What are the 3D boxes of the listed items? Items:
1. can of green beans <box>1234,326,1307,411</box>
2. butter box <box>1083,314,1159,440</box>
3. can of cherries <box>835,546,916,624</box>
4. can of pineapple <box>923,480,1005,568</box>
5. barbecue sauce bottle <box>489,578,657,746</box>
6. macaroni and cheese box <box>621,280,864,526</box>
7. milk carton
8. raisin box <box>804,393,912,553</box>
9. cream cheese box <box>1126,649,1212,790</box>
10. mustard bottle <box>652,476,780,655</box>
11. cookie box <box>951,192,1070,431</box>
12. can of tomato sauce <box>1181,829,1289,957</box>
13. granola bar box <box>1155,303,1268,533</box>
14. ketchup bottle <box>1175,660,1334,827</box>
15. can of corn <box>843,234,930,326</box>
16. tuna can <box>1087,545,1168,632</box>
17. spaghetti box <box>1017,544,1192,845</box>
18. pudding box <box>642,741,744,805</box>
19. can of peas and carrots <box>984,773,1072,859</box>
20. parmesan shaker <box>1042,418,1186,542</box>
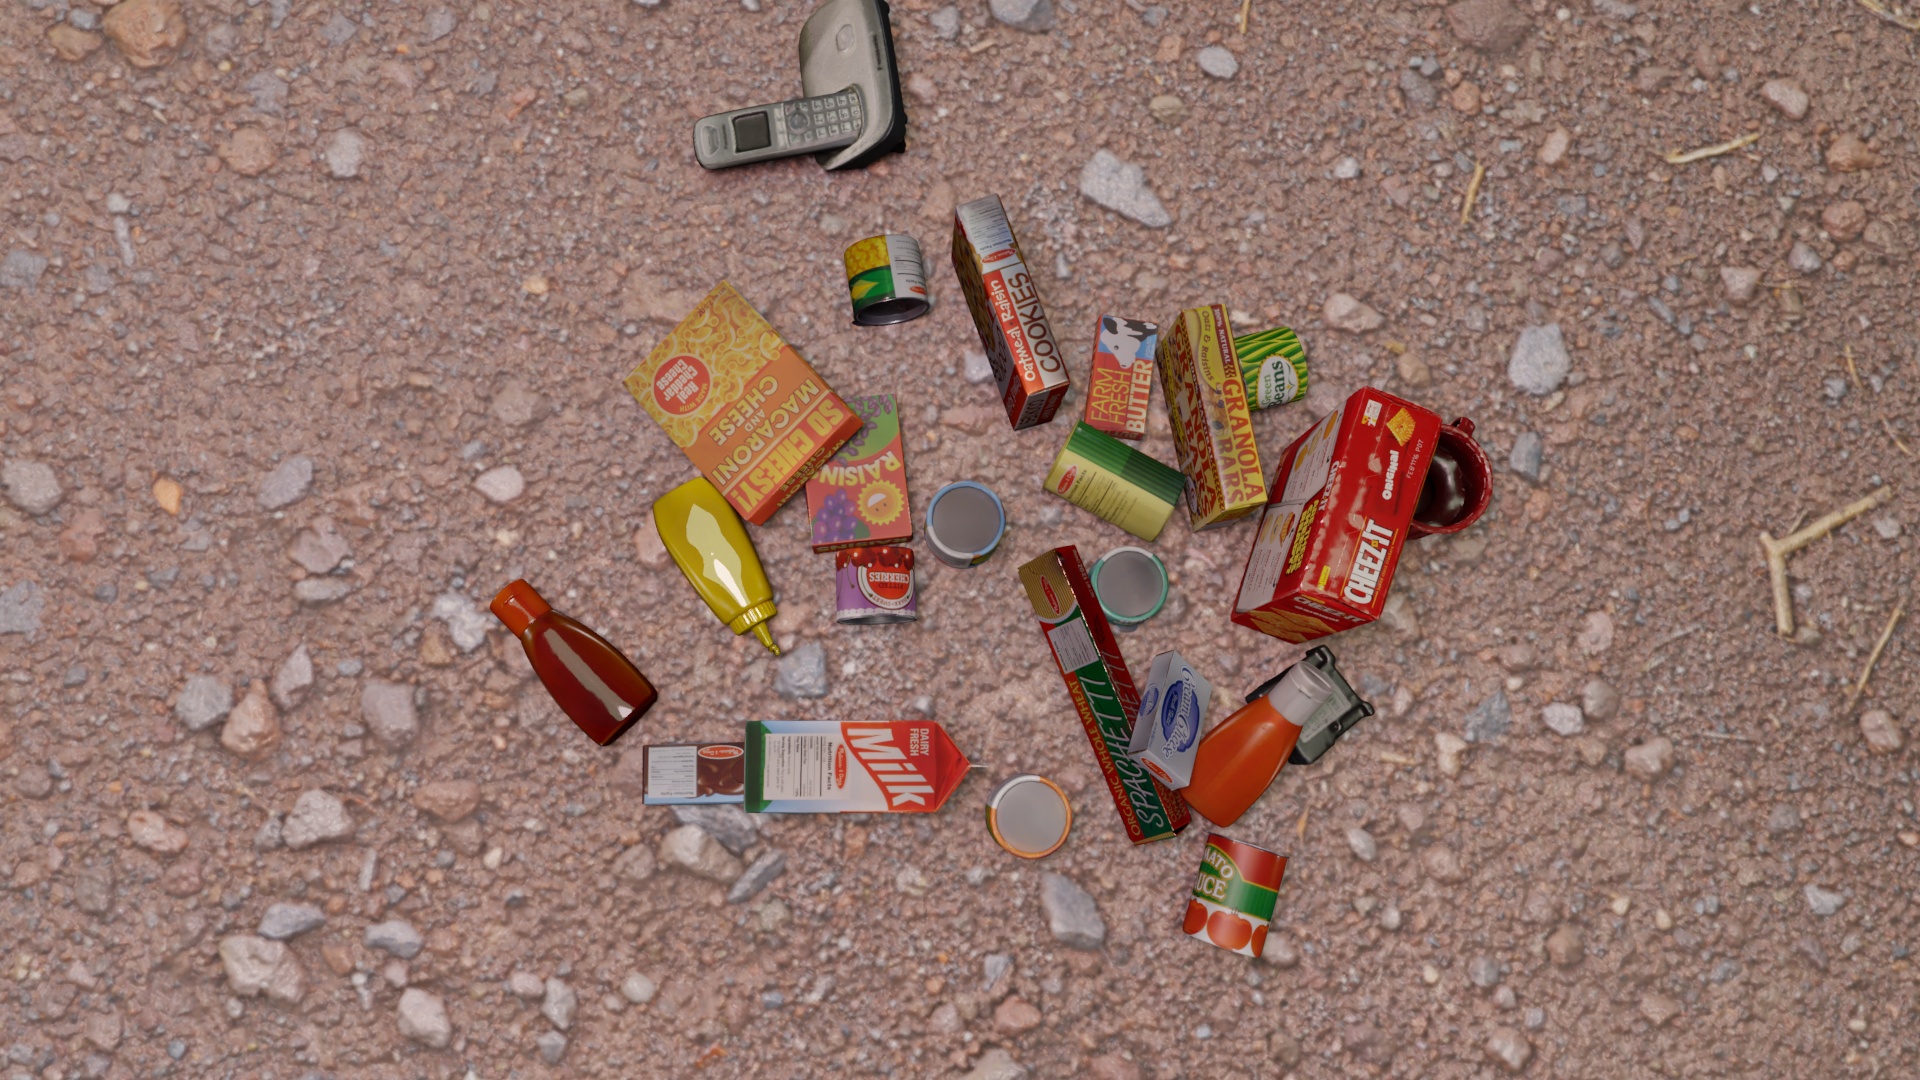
[{"bbox_3d":[0.257,-0.145,1.188,0.058,0.071,0.071,-13,82,-6],"label":"can of green beans"},{"bbox_3d":[0.138,-0.141,1.201,0.053,0.024,0.103,9,80,-3],"label":"butter box"},{"bbox_3d":[-0.068,0.037,1.136,0.071,0.071,0.058,-1,81,-4],"label":"can of cherries"},{"bbox_3d":[0.004,-0.014,1.155,0.071,0.057,0.071,1,81,-3],"label":"can of pineapple"},{"bbox_3d":[-0.318,0.095,1.125,0.148,0.043,0.065,44,81,5],"label":"barbecue sauce bottle"},{"bbox_3d":[-0.179,-0.113,1.143,0.123,0.040,0.167,-45,74,3],"label":"macaroni and cheese box"},{"bbox_3d":[-0.074,0.181,1.112,0.191,0.072,0.073,0,81,-2],"label":"milk carton"},{"bbox_3d":[-0.089,-0.056,1.166,0.086,0.040,0.123,-6,80,-5],"label":"raisin box"},{"bbox_3d":[0.170,0.145,1.125,0.053,0.024,0.104,41,47,-21],"label":"cream cheese box"},{"bbox_3d":[-0.192,0.028,1.141,0.065,0.048,0.160,-30,84,-7],"label":"mustard bottle"},{"bbox_3d":[0.040,-0.185,1.153,0.040,0.122,0.167,-19,82,-5],"label":"cookie box"},{"bbox_3d":[0.219,0.283,1.115,0.071,0.071,0.083,18,81,0],"label":"can of tomato sauce"},{"bbox_3d":[0.206,-0.098,1.148,0.039,0.124,0.165,-10,82,-4],"label":"granola bar box"},{"bbox_3d":[0.237,0.161,1.113,0.065,0.044,0.148,40,113,7],"label":"ketchup bottle"},{"bbox_3d":[-0.065,-0.221,1.182,0.071,0.071,0.058,-9,81,-5],"label":"can of corn"},{"bbox_3d":[0.140,0.041,1.167,0.071,0.032,0.071,1,80,-3],"label":"tuna can"},{"bbox_3d":[0.117,0.126,1.141,0.029,0.050,0.250,-15,80,-45],"label":"spaghetti box"},{"bbox_3d":[-0.213,0.189,1.123,0.084,0.030,0.050,-1,80,-4],"label":"pudding box"},{"bbox_3d":[0.056,0.224,1.119,0.071,0.058,0.071,0,81,-3],"label":"can of peas and carrots"},{"bbox_3d":[0.128,-0.048,1.167,0.103,0.071,0.071,28,80,0],"label":"parmesan shaker"}]
